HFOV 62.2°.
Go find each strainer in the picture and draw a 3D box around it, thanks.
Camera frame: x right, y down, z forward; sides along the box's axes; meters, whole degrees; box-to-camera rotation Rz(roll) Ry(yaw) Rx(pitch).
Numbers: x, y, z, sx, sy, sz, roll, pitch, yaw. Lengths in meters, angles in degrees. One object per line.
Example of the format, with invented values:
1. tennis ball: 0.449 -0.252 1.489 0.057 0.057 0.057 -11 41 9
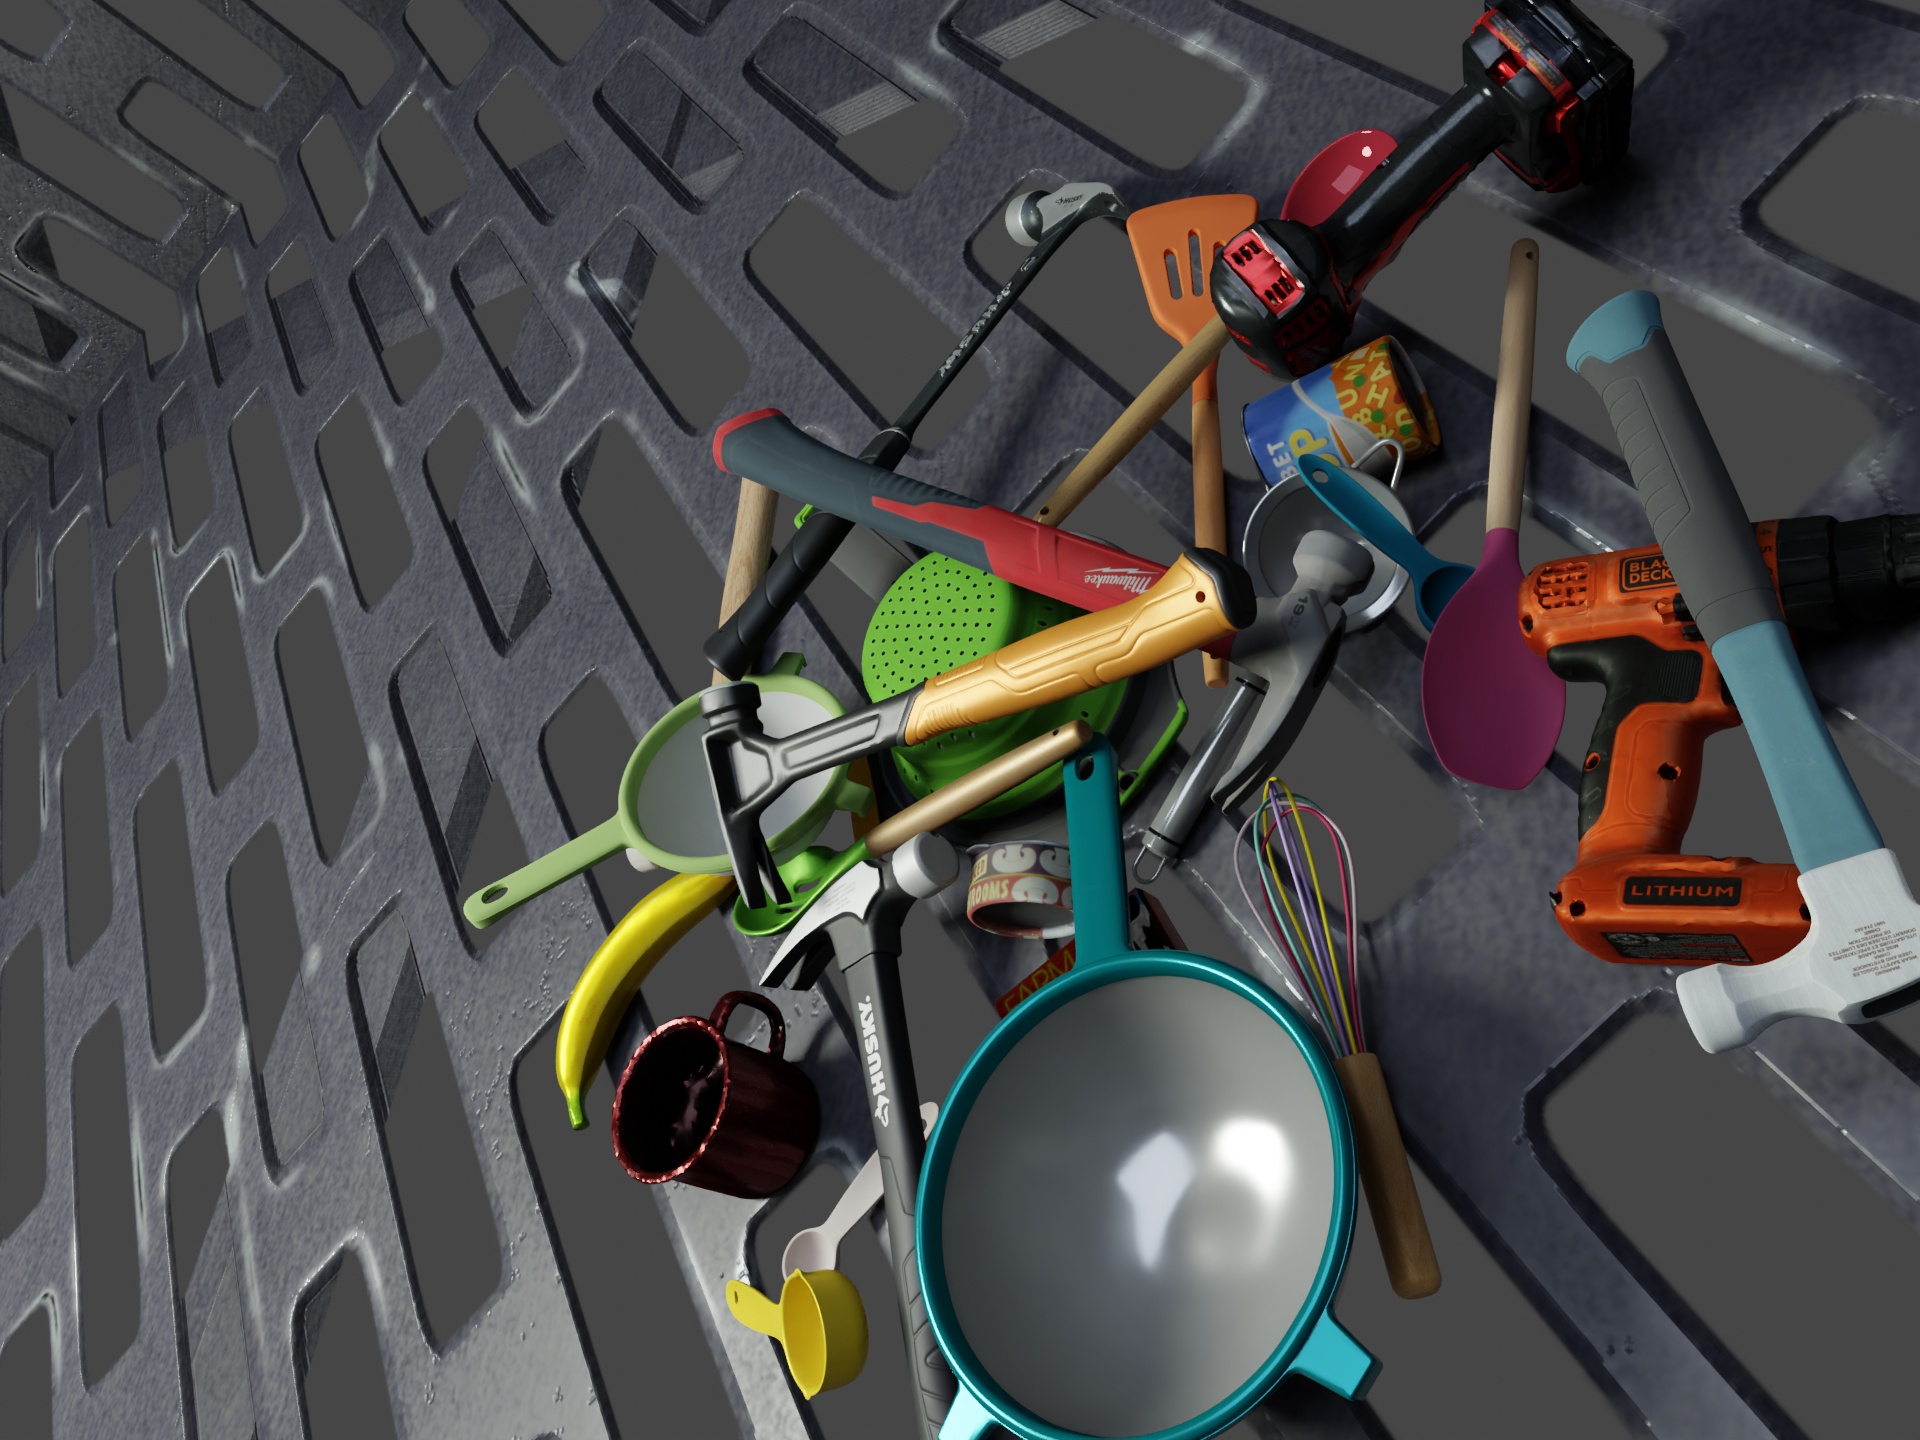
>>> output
1. strainer: 0.155 -0.028 0.822 0.087 0.050 0.258 30 93 4
2. strainer: -0.173 0.072 0.971 0.256 0.069 0.152 -28 46 -3
3. strainer: 0.088 0.163 0.732 0.211 0.095 0.341 -23 48 27

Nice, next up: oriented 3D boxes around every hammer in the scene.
1. hammer: -0.001 -0.003 0.797 0.337 0.034 0.127 -21 78 35
2. hammer: -0.030 -0.191 1.017 0.409 0.036 0.149 -54 27 -10
3. hammer: -0.156 -0.057 1.121 0.130 0.031 0.332 -16 56 35
4. hammer: 0.303 -0.043 0.624 0.128 0.033 0.331 -23 53 26
5. hammer: 0.011 -0.082 0.843 0.386 0.038 0.143 23 80 29
6. hammer: -0.030 0.235 0.805 0.146 0.035 0.335 -36 53 37

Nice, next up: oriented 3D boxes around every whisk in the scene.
1. whisk: 0.171 0.134 0.717 0.047 0.051 0.245 -45 44 43

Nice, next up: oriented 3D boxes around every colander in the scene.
1. colander: -0.030 -0.072 0.971 0.204 0.094 0.398 -52 43 5

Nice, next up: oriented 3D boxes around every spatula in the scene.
1. spatula: 0.140 -0.167 0.916 0.081 0.041 0.323 -4 62 13

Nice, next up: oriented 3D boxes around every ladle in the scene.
1. ladle: 0.144 -0.218 0.911 0.315 0.031 0.069 -48 47 -8

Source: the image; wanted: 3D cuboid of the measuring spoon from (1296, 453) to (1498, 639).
1. measuring spoon: 0.211 -0.084 0.783 0.042 0.021 0.129 -36 71 -19

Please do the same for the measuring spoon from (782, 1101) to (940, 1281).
1. measuring spoon: -0.049 0.257 0.856 0.124 0.018 0.034 -51 51 -4

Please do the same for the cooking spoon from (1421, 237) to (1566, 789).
1. cooking spoon: 0.267 -0.111 0.777 0.017 0.068 0.319 109 175 -65

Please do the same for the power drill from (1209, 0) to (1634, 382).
1. power drill: 0.233 -0.264 0.829 0.219 0.143 0.079 -40 72 13

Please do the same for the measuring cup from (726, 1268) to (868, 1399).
1. measuring cup: -0.087 0.308 0.829 0.156 0.029 0.062 -21 73 62

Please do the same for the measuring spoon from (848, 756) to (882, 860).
1. measuring spoon: -0.059 0.045 0.992 0.021 0.011 0.117 -31 52 29

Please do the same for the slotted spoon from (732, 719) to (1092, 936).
1. slotted spoon: -0.034 0.063 0.891 0.313 0.031 0.070 -31 25 45
